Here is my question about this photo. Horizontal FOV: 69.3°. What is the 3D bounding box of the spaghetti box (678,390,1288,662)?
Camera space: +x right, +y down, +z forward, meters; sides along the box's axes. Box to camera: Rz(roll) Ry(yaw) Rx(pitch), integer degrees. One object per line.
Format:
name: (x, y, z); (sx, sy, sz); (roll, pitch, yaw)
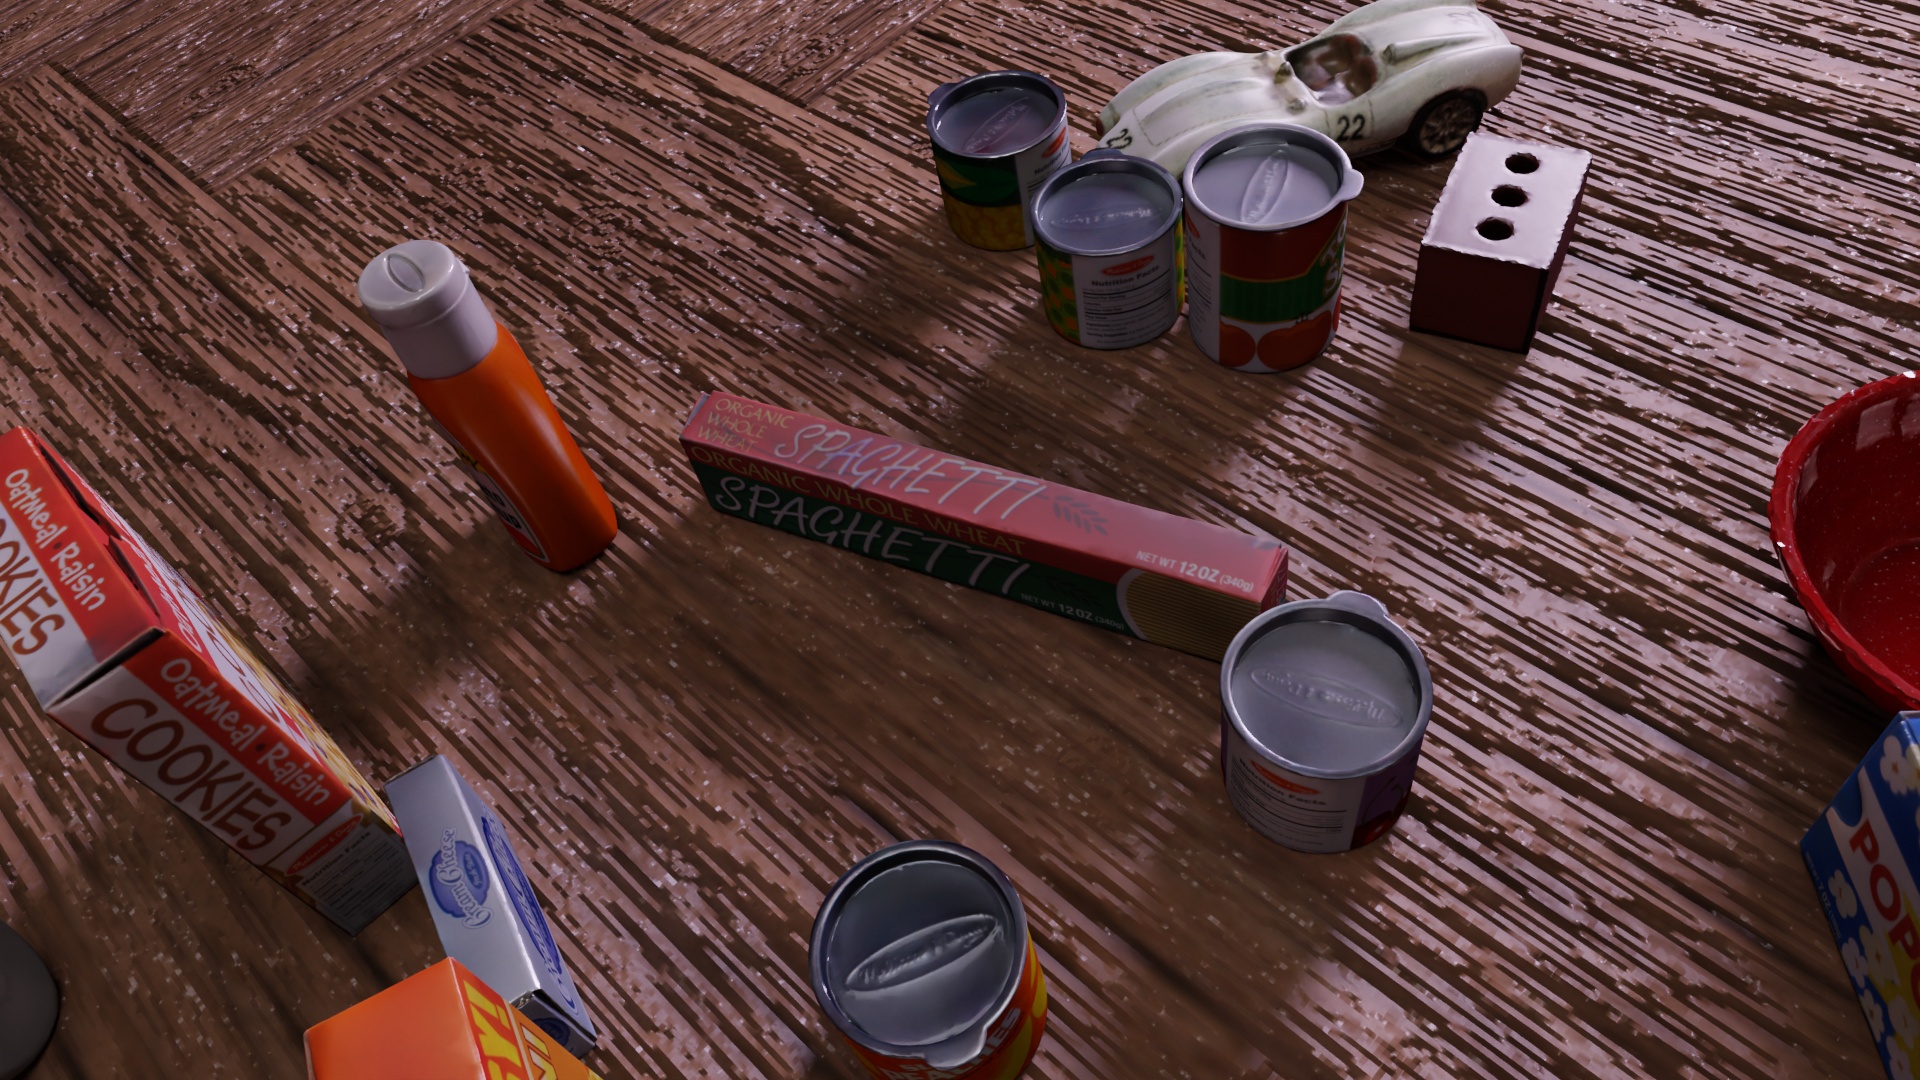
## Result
spaghetti box: (0.002, -0.007, 0.543); (0.250, 0.050, 0.029); (16, 58, 22)

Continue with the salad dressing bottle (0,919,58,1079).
salad dressing bottle: (-0.356, 0.134, 0.442); (0.044, 0.147, 0.064); (-10, 52, 4)

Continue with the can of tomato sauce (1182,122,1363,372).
can of tomato sauce: (0.131, -0.122, 0.586); (0.071, 0.082, 0.071); (-5, 52, 7)

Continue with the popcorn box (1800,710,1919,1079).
popcorn box: (0.278, 0.120, 0.371); (0.038, 0.084, 0.127); (-5, 52, 7)

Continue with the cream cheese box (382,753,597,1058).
cream cheese box: (-0.159, 0.126, 0.470); (0.024, 0.053, 0.104); (-30, 53, -12)

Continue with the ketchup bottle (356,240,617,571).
ketchup bottle: (-0.186, -0.052, 0.551); (0.044, 0.148, 0.065); (-38, 55, -17)

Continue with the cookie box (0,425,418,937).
cookie box: (-0.261, 0.052, 0.474); (0.040, 0.166, 0.123); (-41, 56, -19)

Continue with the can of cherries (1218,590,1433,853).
can of cherries: (0.121, 0.061, 0.463); (0.071, 0.058, 0.072); (-5, 52, 7)

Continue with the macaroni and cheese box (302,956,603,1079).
macaroni and cheese box: (-0.091, 0.190, 0.336); (0.040, 0.165, 0.124); (-27, 53, -10)

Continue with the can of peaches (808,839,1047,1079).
can of peaches: (-0.008, 0.137, 0.429); (0.071, 0.057, 0.071); (-5, 52, 7)

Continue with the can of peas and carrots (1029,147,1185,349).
can of peas and carrots: (0.066, -0.130, 0.620); (0.071, 0.058, 0.071); (-5, 52, 7)

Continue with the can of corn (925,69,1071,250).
can of corn: (0.019, -0.184, 0.671); (0.071, 0.058, 0.071); (-5, 52, 7)
